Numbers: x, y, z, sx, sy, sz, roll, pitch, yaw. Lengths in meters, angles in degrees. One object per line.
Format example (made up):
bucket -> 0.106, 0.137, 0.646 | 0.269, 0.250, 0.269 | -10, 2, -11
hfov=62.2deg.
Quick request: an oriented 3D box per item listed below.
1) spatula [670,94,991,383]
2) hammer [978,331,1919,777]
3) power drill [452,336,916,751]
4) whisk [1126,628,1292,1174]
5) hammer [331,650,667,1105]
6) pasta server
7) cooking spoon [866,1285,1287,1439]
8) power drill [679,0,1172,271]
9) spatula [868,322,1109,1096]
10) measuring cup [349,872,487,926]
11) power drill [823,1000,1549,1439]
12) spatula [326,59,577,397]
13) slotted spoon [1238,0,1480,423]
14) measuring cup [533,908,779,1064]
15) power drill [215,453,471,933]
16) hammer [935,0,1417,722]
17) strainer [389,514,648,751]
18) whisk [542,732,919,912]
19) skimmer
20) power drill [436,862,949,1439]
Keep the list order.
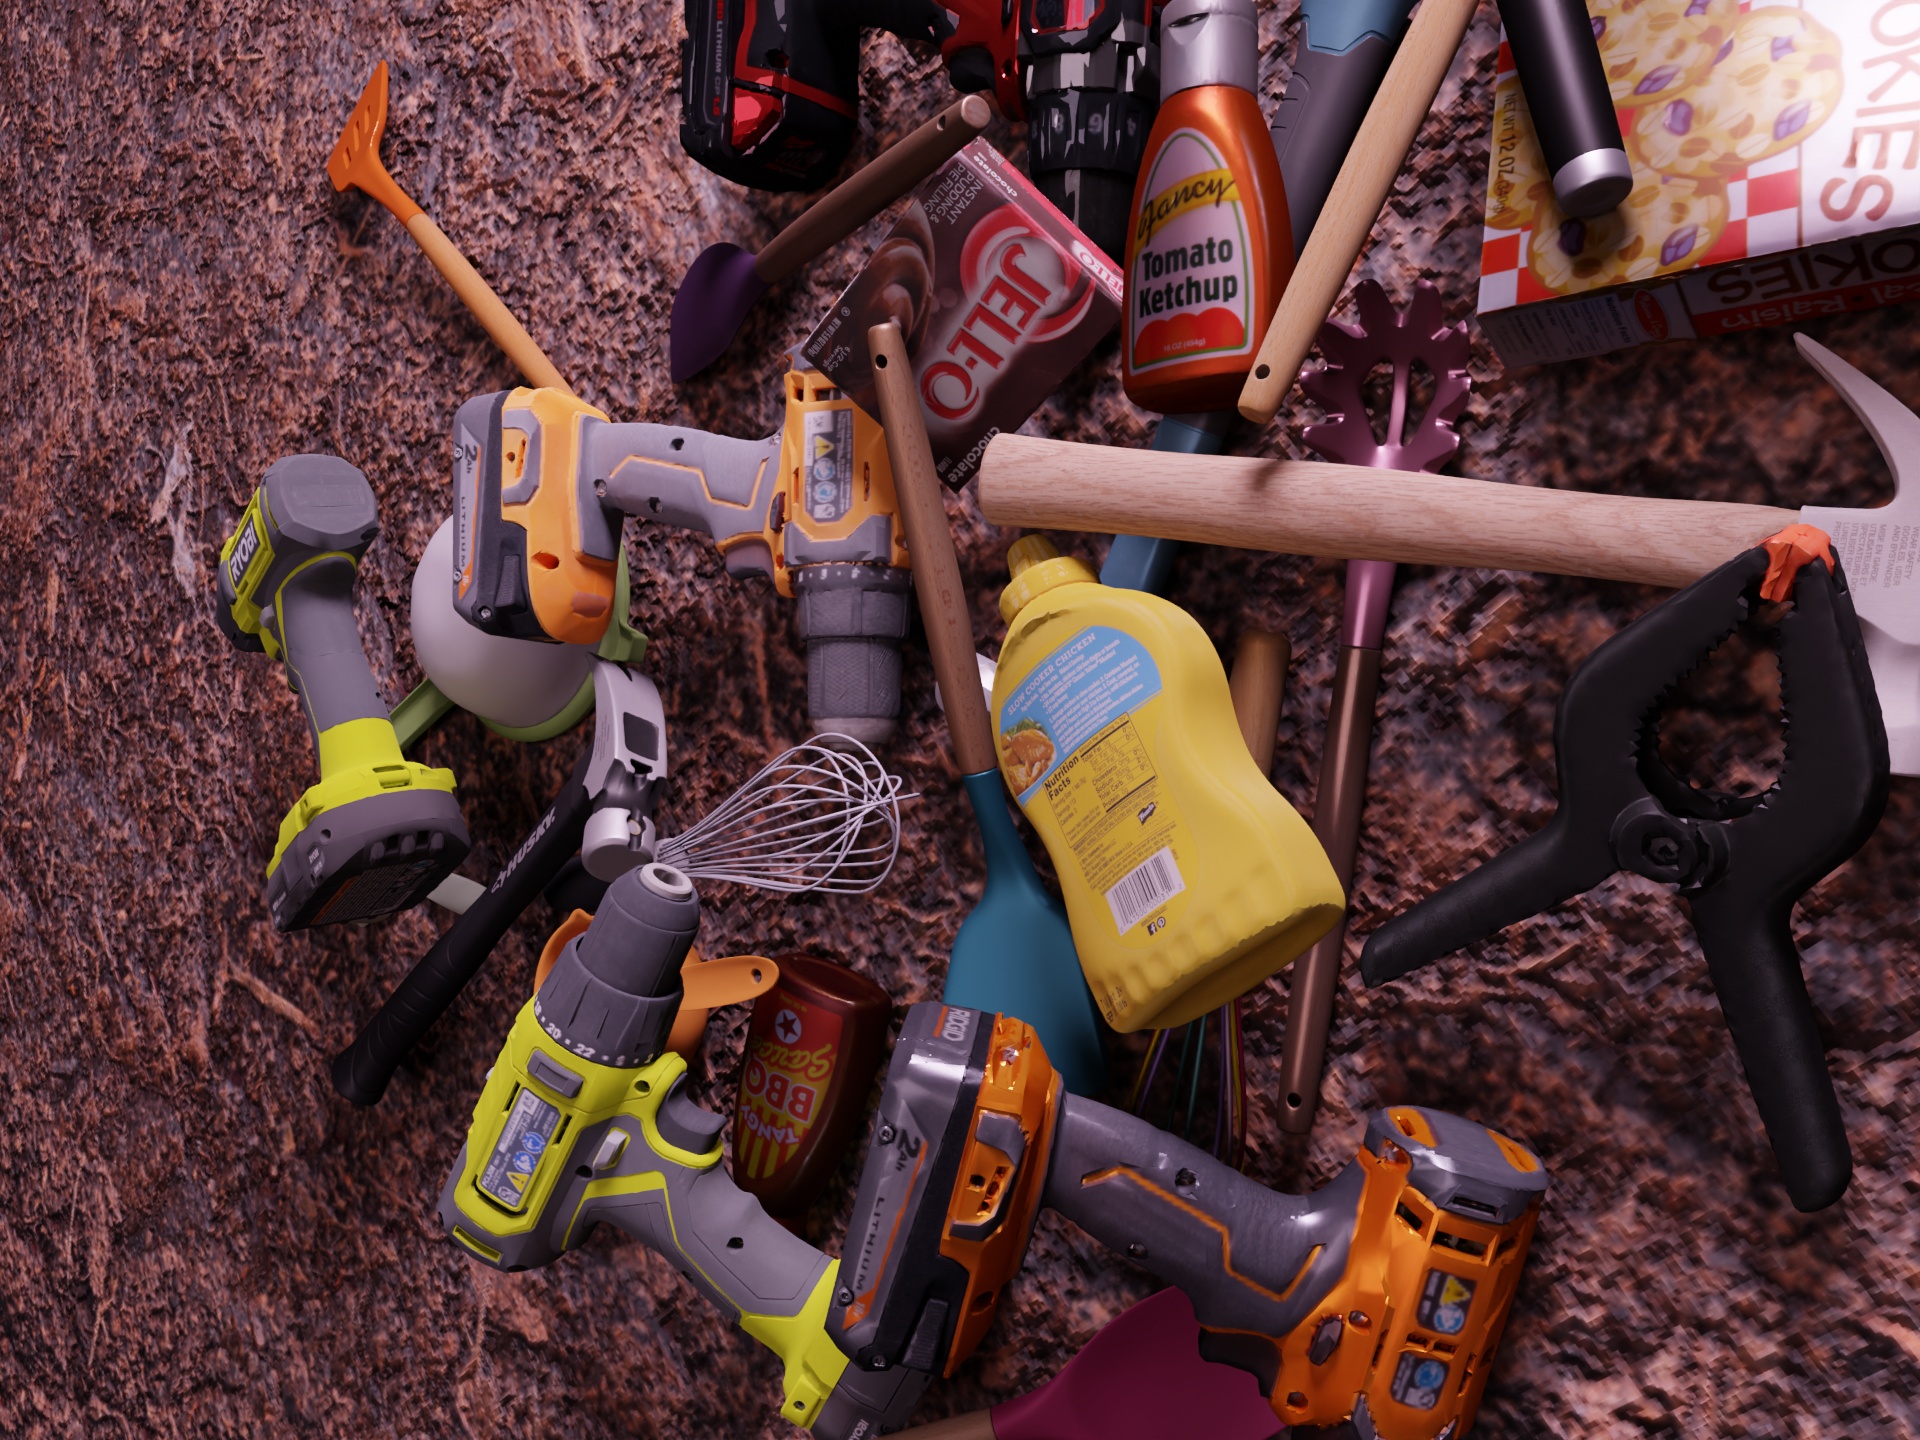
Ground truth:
spatula -> -0.073, -0.209, 0.697 | 0.316, 0.018, 0.060 | -5, 85, 60
hammer -> 0.159, -0.072, 0.546 | 0.331, 0.031, 0.130 | 10, 99, 25
power drill -> -0.122, -0.077, 0.742 | 0.226, 0.084, 0.185 | -2, 87, 20
whisk -> 0.100, 0.087, 0.612 | 0.047, 0.051, 0.245 | 10, 95, 13
hammer -> -0.251, 0.103, 0.837 | 0.334, 0.035, 0.146 | -45, 35, 31
pasta server -> 0.143, 0.000, 0.590 | 0.060, 0.040, 0.316 | 9, 94, 25
cooking spoon -> -0.010, 0.282, 0.620 | 0.319, 0.017, 0.069 | -20, 93, 7
power drill -> -0.012, -0.276, 0.694 | 0.227, 0.080, 0.188 | 8, 99, 32
spatula -> -0.001, -0.002, 0.647 | 0.082, 0.044, 0.317 | -8, 100, 29
measuring cup -> -0.331, 0.092, 0.924 | 0.168, 0.038, 0.083 | 12, 95, 35
power drill -> 0.073, 0.199, 0.559 | 0.226, 0.084, 0.164 | 14, 97, 3
spatula -> -0.298, -0.275, 0.932 | 0.323, 0.041, 0.081 | 49, 114, 22
slotted spoon -> 0.167, -0.246, 0.552 | 0.070, 0.031, 0.314 | 24, 88, 38
measuring cup -> -0.134, 0.131, 0.769 | 0.173, 0.052, 0.095 | -16, 77, 36
power drill -> -0.348, -0.008, 0.864 | 0.171, 0.080, 0.223 | -35, 69, 46
hammer -> 0.096, -0.130, 0.632 | 0.128, 0.033, 0.331 | 29, 104, 34
strainer -> -0.291, -0.037, 0.883 | 0.256, 0.069, 0.152 | -37, 68, 27
whisk -> -0.123, 0.064, 0.755 | 0.284, 0.070, 0.070 | -18, 77, 45
skimmer -> 0.165, -0.340, 0.507 | 0.127, 0.090, 0.363 | -10, 75, 9
power drill -> -0.094, 0.186, 0.673 | 0.228, 0.080, 0.190 | 30, 106, 8
